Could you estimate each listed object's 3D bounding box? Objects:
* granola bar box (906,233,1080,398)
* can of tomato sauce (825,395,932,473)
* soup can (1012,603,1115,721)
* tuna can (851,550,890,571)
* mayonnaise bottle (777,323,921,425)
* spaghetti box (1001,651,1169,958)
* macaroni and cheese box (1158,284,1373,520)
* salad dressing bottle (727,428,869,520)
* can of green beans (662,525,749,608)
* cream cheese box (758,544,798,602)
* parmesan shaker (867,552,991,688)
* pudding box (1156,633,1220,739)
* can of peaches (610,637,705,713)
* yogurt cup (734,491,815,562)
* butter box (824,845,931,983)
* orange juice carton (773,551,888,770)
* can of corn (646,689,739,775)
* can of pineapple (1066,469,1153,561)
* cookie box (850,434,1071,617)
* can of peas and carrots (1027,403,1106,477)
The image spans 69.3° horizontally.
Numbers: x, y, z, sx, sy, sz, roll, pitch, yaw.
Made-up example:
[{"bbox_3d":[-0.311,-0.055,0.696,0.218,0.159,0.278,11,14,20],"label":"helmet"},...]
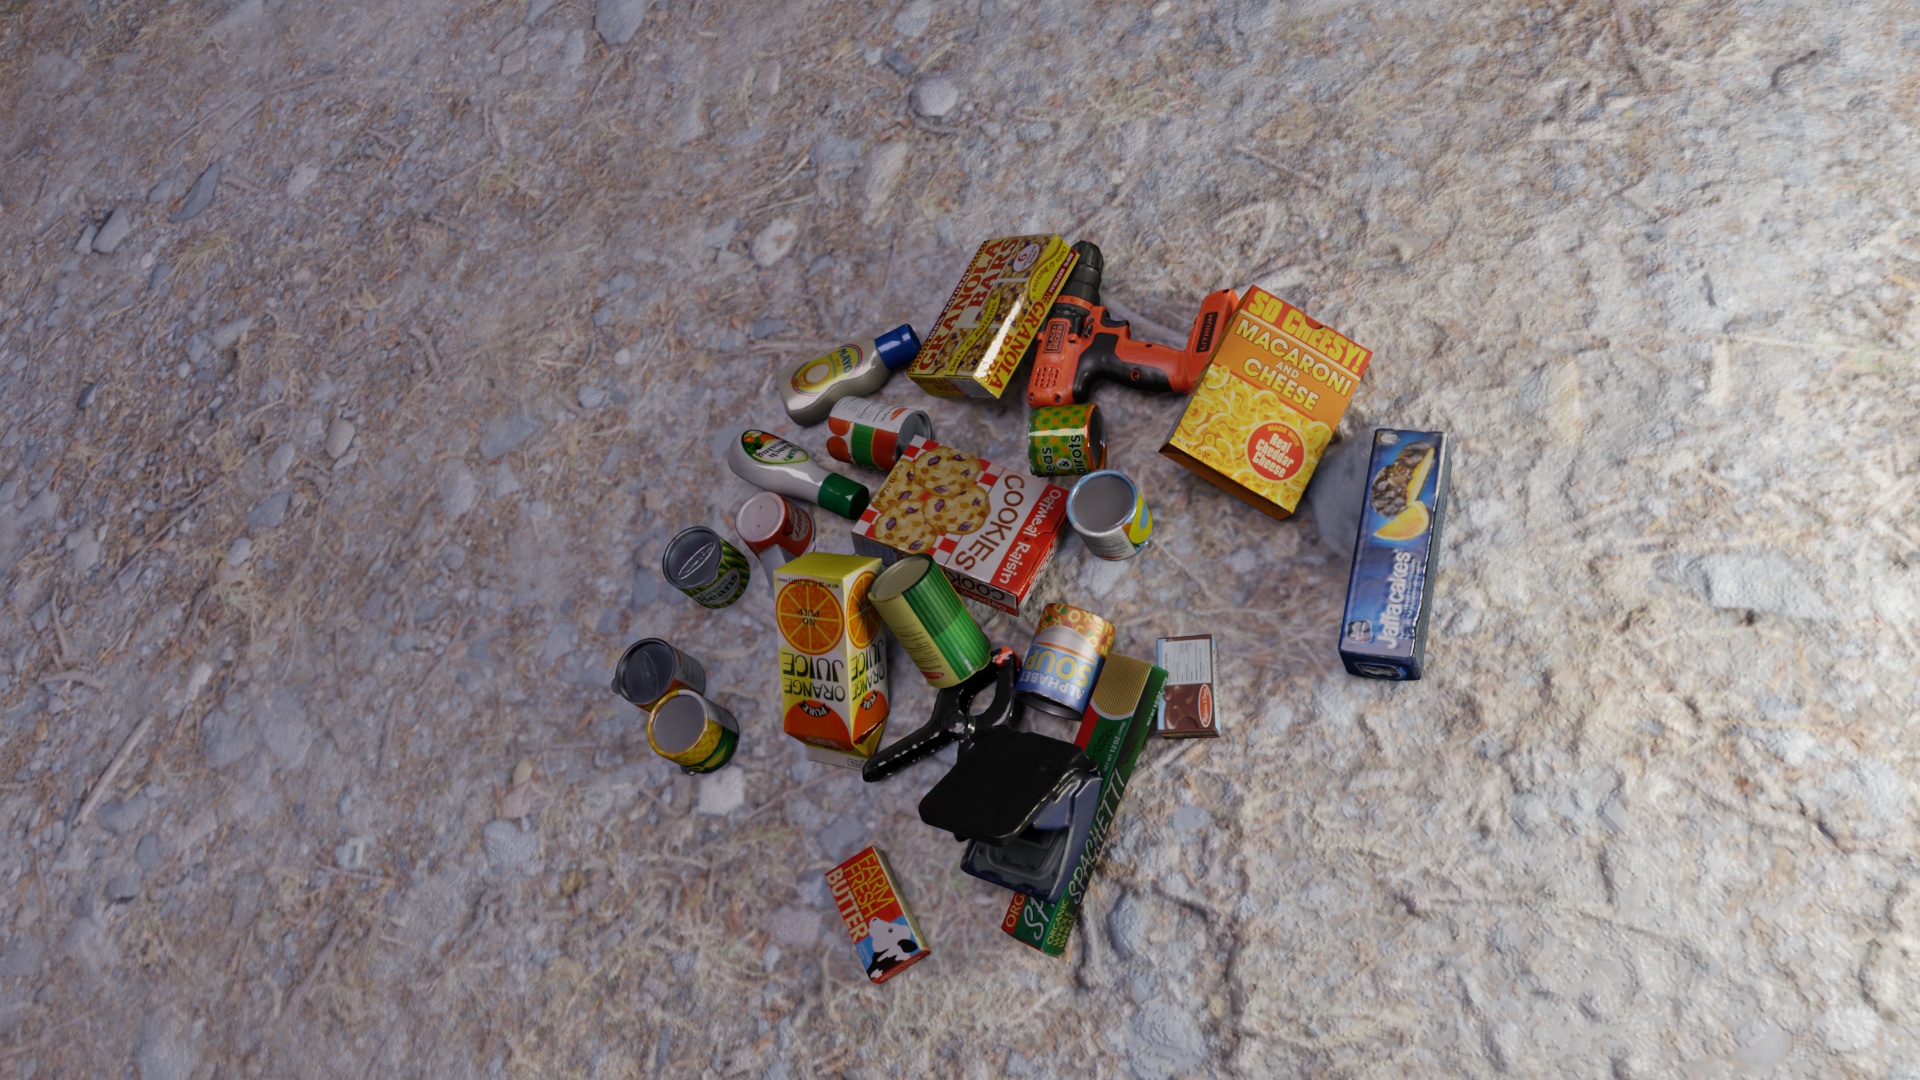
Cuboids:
[{"bbox_3d":[0.029,-0.217,1.343,0.124,0.039,0.166,12,69,56],"label":"granola bar box"},{"bbox_3d":[-0.080,-0.099,1.349,0.083,0.071,0.071,15,73,27],"label":"can of tomato sauce"},{"bbox_3d":[0.089,0.103,1.186,0.071,0.071,0.084,13,72,26],"label":"soup can"},{"bbox_3d":[-0.089,0.046,1.285,0.033,0.071,0.071,33,82,29],"label":"tuna can"},{"bbox_3d":[-0.111,-0.173,1.407,0.148,0.041,0.065,-25,59,10],"label":"mayonnaise bottle"},{"bbox_3d":[0.103,0.213,1.136,0.050,0.028,0.250,12,76,47],"label":"spaghetti box"},{"bbox_3d":[0.266,-0.120,1.205,0.124,0.040,0.167,29,79,-1],"label":"macaroni and cheese box"},{"bbox_3d":[-0.160,-0.064,1.371,0.148,0.043,0.064,25,34,21],"label":"salad dressing bottle"},{"bbox_3d":[-0.249,0.027,1.361,0.071,0.057,0.071,-8,64,18],"label":"can of green beans"},{"bbox_3d":[-0.154,0.057,1.312,0.024,0.053,0.104,-32,59,14],"label":"cream cheese box"},{"bbox_3d":[-0.024,0.069,1.208,0.071,0.102,0.071,-26,26,14],"label":"parmesan shaker"},{"bbox_3d":[0.190,0.123,1.161,0.049,0.030,0.084,-6,65,18],"label":"pudding box"},{"bbox_3d":[-0.288,0.134,1.328,0.071,0.058,0.071,-8,65,18],"label":"can of peaches"},{"bbox_3d":[-0.184,-0.013,1.356,0.072,0.054,0.072,-9,64,19],"label":"yogurt cup"},{"bbox_3d":[-0.071,0.317,1.179,0.053,0.024,0.104,-33,60,4],"label":"butter box"},{"bbox_3d":[-0.113,0.112,1.232,0.072,0.073,0.192,5,106,24],"label":"orange juice carton"},{"bbox_3d":[-0.251,0.180,1.292,0.071,0.058,0.071,-9,64,18],"label":"can of corn"},{"bbox_3d":[0.133,-0.024,1.234,0.071,0.057,0.071,-9,64,18],"label":"can of pineapple"},{"bbox_3d":[0.004,-0.016,1.257,0.167,0.040,0.123,21,59,18],"label":"cookie box"},{"bbox_3d":[0.098,-0.090,1.272,0.059,0.070,0.071,-2,66,20],"label":"can of peas and carrots"}]
